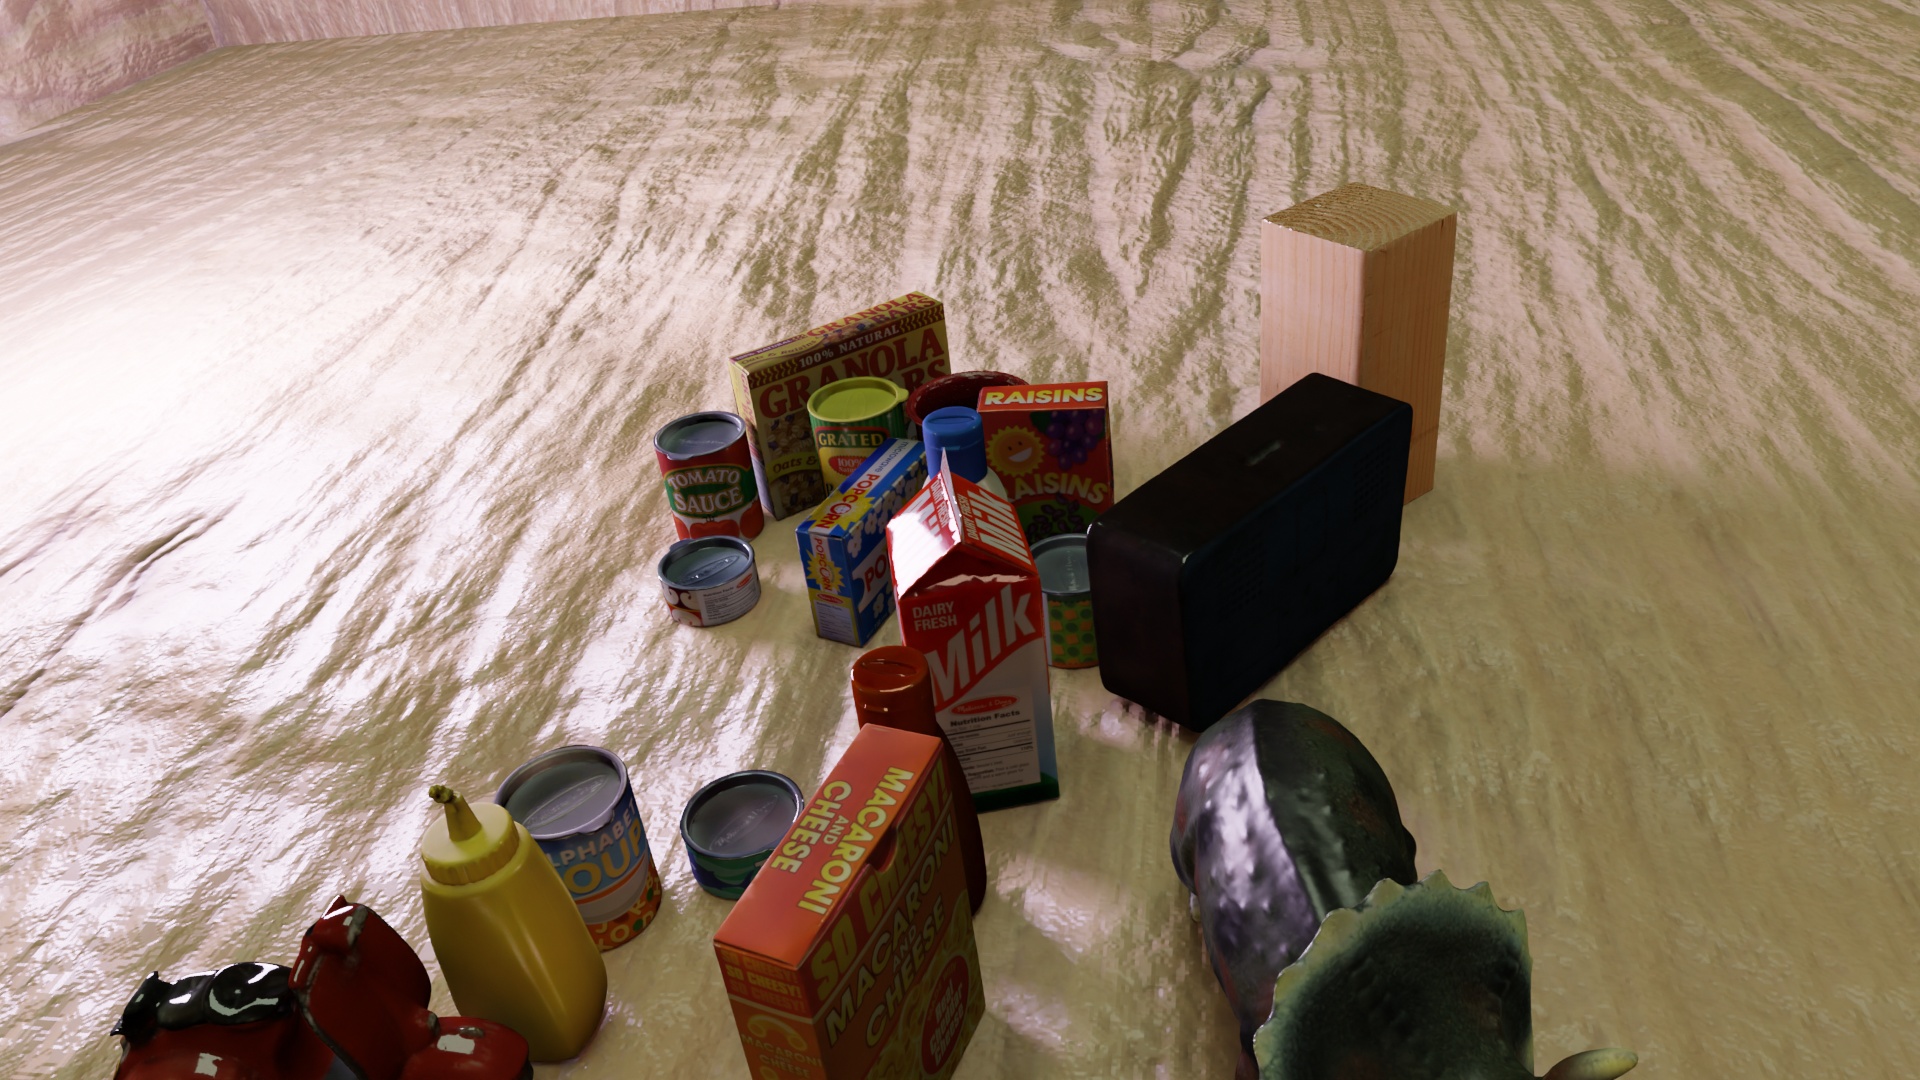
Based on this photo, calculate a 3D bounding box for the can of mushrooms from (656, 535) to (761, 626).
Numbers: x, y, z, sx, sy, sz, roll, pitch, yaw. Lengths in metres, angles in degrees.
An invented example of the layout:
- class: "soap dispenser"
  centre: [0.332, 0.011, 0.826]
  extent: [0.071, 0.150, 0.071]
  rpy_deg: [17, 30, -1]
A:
- class: "can of mushrooms"
  centre: [-0.172, 0.026, 0.948]
  extent: [0.071, 0.033, 0.071]
  rpy_deg: [-5, 33, 3]

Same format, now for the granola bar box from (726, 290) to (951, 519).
- class: "granola bar box"
  centre: [-0.085, -0.104, 1.049]
  extent: [0.166, 0.123, 0.039]
  rpy_deg: [-24, 36, -25]

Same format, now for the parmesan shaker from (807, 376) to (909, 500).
- class: "parmesan shaker"
  centre: [-0.066, -0.056, 0.992]
  extent: [0.071, 0.102, 0.072]
  rpy_deg: [-5, 33, 3]

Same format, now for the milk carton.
- class: "milk carton"
  centre: [0.005, 0.049, 0.734]
  extent: [0.073, 0.189, 0.072]
  rpy_deg: [-10, 33, -4]

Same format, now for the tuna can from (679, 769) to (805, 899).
- class: "tuna can"
  centre: [-0.111, 0.156, 0.736]
  extent: [0.071, 0.032, 0.071]
  rpy_deg: [-5, 33, 3]

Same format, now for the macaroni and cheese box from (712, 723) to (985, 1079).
- class: "macaroni and cheese box"
  centre: [-0.037, 0.178, 0.565]
  extent: [0.040, 0.165, 0.124]
  rpy_deg: [8, 36, 23]

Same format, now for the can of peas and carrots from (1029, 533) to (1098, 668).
- class: "can of peas and carrots"
  centre: [0.073, 0.037, 0.862]
  extent: [0.071, 0.058, 0.071]
  rpy_deg: [-5, 33, 3]

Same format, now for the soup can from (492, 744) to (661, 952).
- class: "soup can"
  centre: [-0.190, 0.158, 0.701]
  extent: [0.071, 0.083, 0.072]
  rpy_deg: [-5, 33, 3]

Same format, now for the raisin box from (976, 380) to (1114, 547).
- class: "raisin box"
  centre: [0.059, -0.043, 0.928]
  extent: [0.086, 0.122, 0.040]
  rpy_deg: [-1, 33, 9]

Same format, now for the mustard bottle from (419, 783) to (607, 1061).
- class: "mustard bottle"
  centre: [-0.205, 0.166, 0.621]
  extent: [0.065, 0.159, 0.049]
  rpy_deg: [2, 34, 15]

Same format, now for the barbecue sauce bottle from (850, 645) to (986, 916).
- class: "barbecue sauce bottle"
  centre: [-0.025, 0.120, 0.670]
  extent: [0.065, 0.147, 0.044]
  rpy_deg: [7, 35, 21]

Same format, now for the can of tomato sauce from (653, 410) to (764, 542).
- class: "can of tomato sauce"
  centre: [-0.182, -0.042, 1.009]
  extent: [0.071, 0.082, 0.071]
  rpy_deg: [-5, 33, 3]

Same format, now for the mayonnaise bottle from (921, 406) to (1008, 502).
- class: "mayonnaise bottle"
  centre: [0.003, -0.011, 0.867]
  extent: [0.065, 0.147, 0.041]
  rpy_deg: [-3, 33, 7]

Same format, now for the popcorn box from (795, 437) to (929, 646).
- class: "popcorn box"
  centre: [-0.055, -0.002, 0.922]
  extent: [0.038, 0.084, 0.127]
  rpy_deg: [10, 36, 25]
